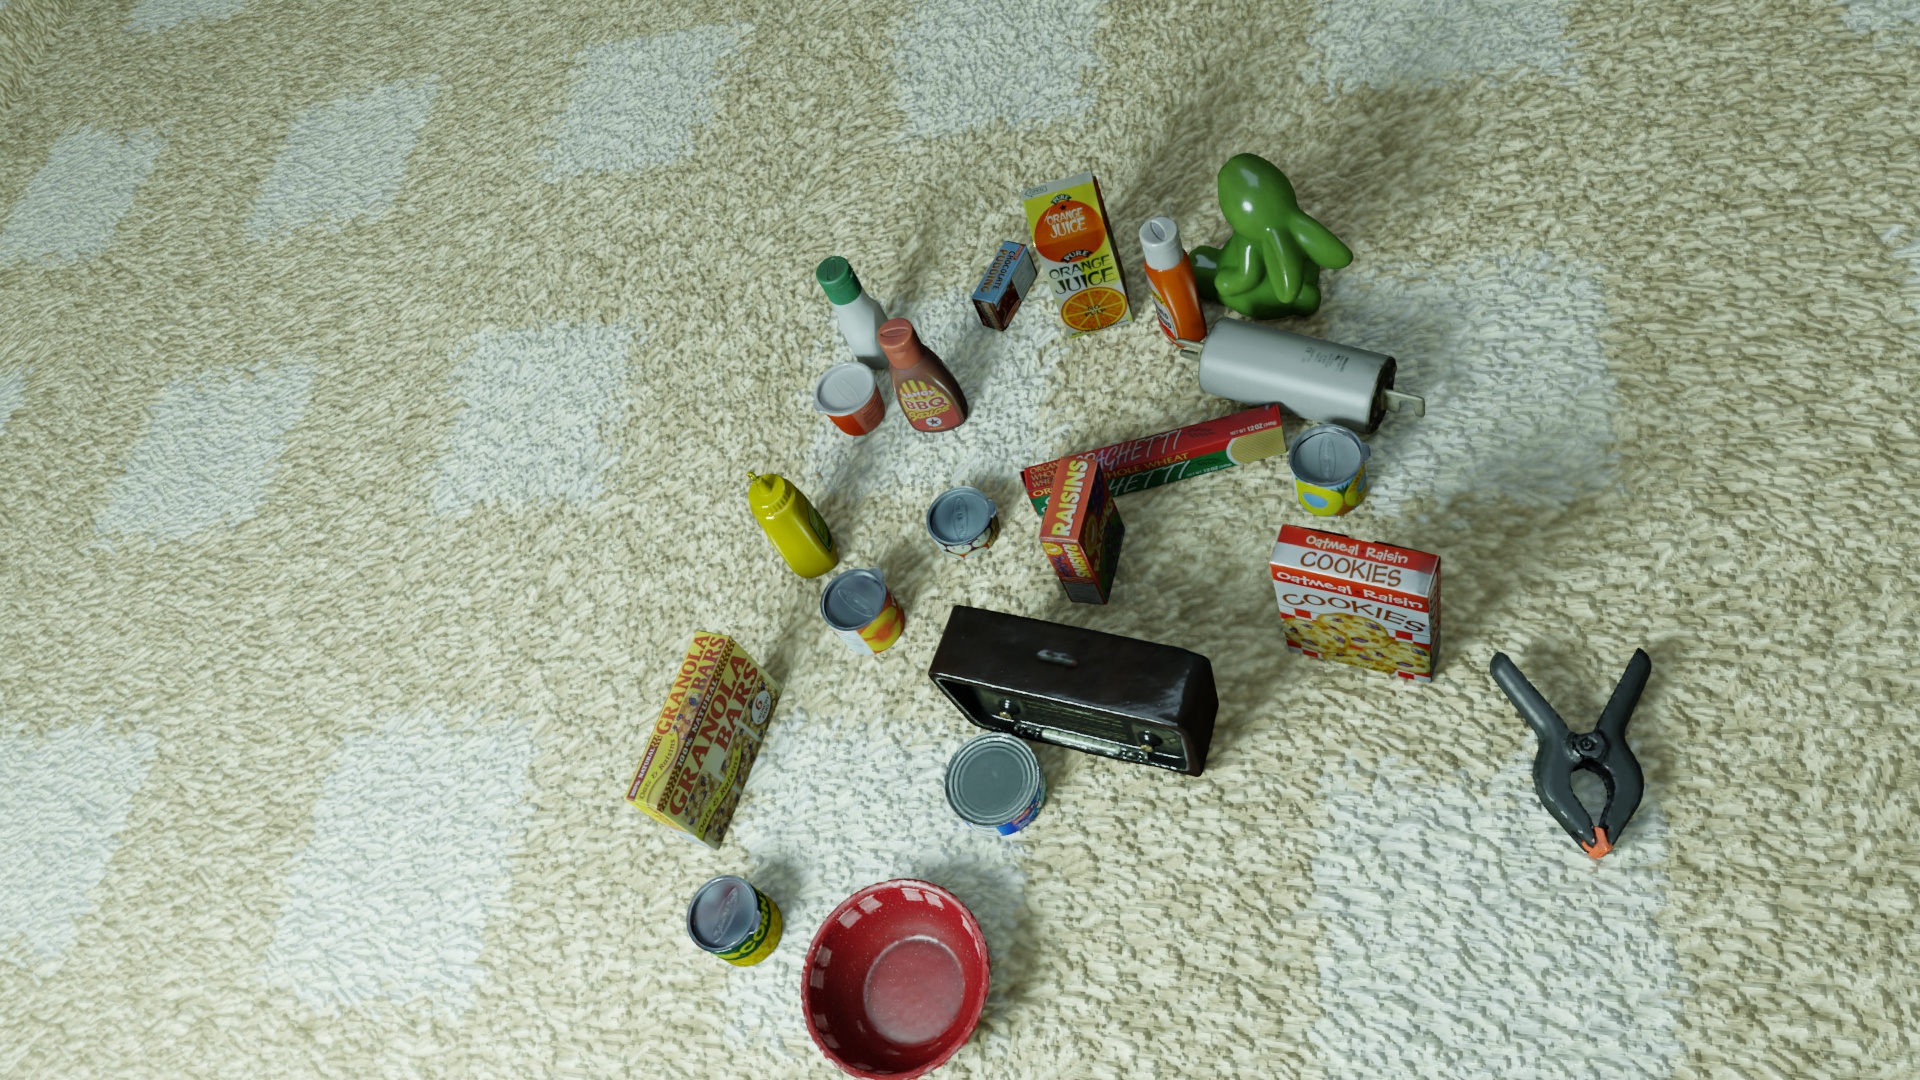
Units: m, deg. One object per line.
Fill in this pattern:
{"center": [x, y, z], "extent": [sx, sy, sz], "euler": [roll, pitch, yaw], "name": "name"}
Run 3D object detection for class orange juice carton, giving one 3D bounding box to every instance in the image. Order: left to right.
{"center": [0.116, -0.293, 1.385], "extent": [0.072, 0.192, 0.073], "euler": [-13, 58, 12], "name": "orange juice carton"}

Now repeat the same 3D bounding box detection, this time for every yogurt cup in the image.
{"center": [-0.113, -0.147, 1.461], "extent": [0.072, 0.053, 0.073], "euler": [-8, 58, 14], "name": "yogurt cup"}

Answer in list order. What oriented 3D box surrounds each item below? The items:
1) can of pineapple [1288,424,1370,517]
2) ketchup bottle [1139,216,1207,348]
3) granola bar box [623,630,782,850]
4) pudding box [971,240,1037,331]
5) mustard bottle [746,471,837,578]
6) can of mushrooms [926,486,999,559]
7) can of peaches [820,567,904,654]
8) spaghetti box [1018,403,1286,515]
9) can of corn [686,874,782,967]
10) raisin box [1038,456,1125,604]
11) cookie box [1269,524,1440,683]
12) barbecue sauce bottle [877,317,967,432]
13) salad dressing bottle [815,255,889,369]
{"center": [0.334, -0.062, 1.256], "extent": [0.071, 0.057, 0.071], "euler": [-8, 58, 14], "name": "can of pineapple"}
{"center": [0.207, -0.255, 1.359], "extent": [0.043, 0.148, 0.065], "euler": [-27, 56, 2], "name": "ketchup bottle"}
{"center": [-0.231, 0.182, 1.264], "extent": [0.039, 0.123, 0.166], "euler": [9, 64, 23], "name": "granola bar box"}
{"center": [0.047, -0.272, 1.483], "extent": [0.030, 0.049, 0.084], "euler": [18, 68, 27], "name": "pudding box"}
{"center": [-0.167, -0.022, 1.342], "extent": [0.049, 0.159, 0.065], "euler": [-22, 56, 6], "name": "mustard bottle"}
{"center": [0.005, -0.017, 1.356], "extent": [0.071, 0.033, 0.071], "euler": [-8, 58, 14], "name": "can of mushrooms"}
{"center": [-0.091, 0.067, 1.324], "extent": [0.071, 0.058, 0.071], "euler": [-8, 58, 14], "name": "can of peaches"}
{"center": [0.183, -0.075, 1.320], "extent": [0.250, 0.050, 0.029], "euler": [-14, 57, 10], "name": "spaghetti box"}
{"center": [-0.192, 0.331, 1.202], "extent": [0.071, 0.058, 0.071], "euler": [-8, 58, 14], "name": "can of corn"}
{"center": [0.111, -0.008, 1.260], "extent": [0.040, 0.123, 0.086], "euler": [6, 63, 22], "name": "raisin box"}
{"center": [0.323, 0.052, 1.126], "extent": [0.123, 0.167, 0.040], "euler": [12, 66, 25], "name": "cookie box"}
{"center": [-0.042, -0.165, 1.390], "extent": [0.065, 0.148, 0.044], "euler": [-6, 59, 16], "name": "barbecue sauce bottle"}
{"center": [-0.108, -0.239, 1.457], "extent": [0.044, 0.147, 0.064], "euler": [-5, 60, 17], "name": "salad dressing bottle"}
